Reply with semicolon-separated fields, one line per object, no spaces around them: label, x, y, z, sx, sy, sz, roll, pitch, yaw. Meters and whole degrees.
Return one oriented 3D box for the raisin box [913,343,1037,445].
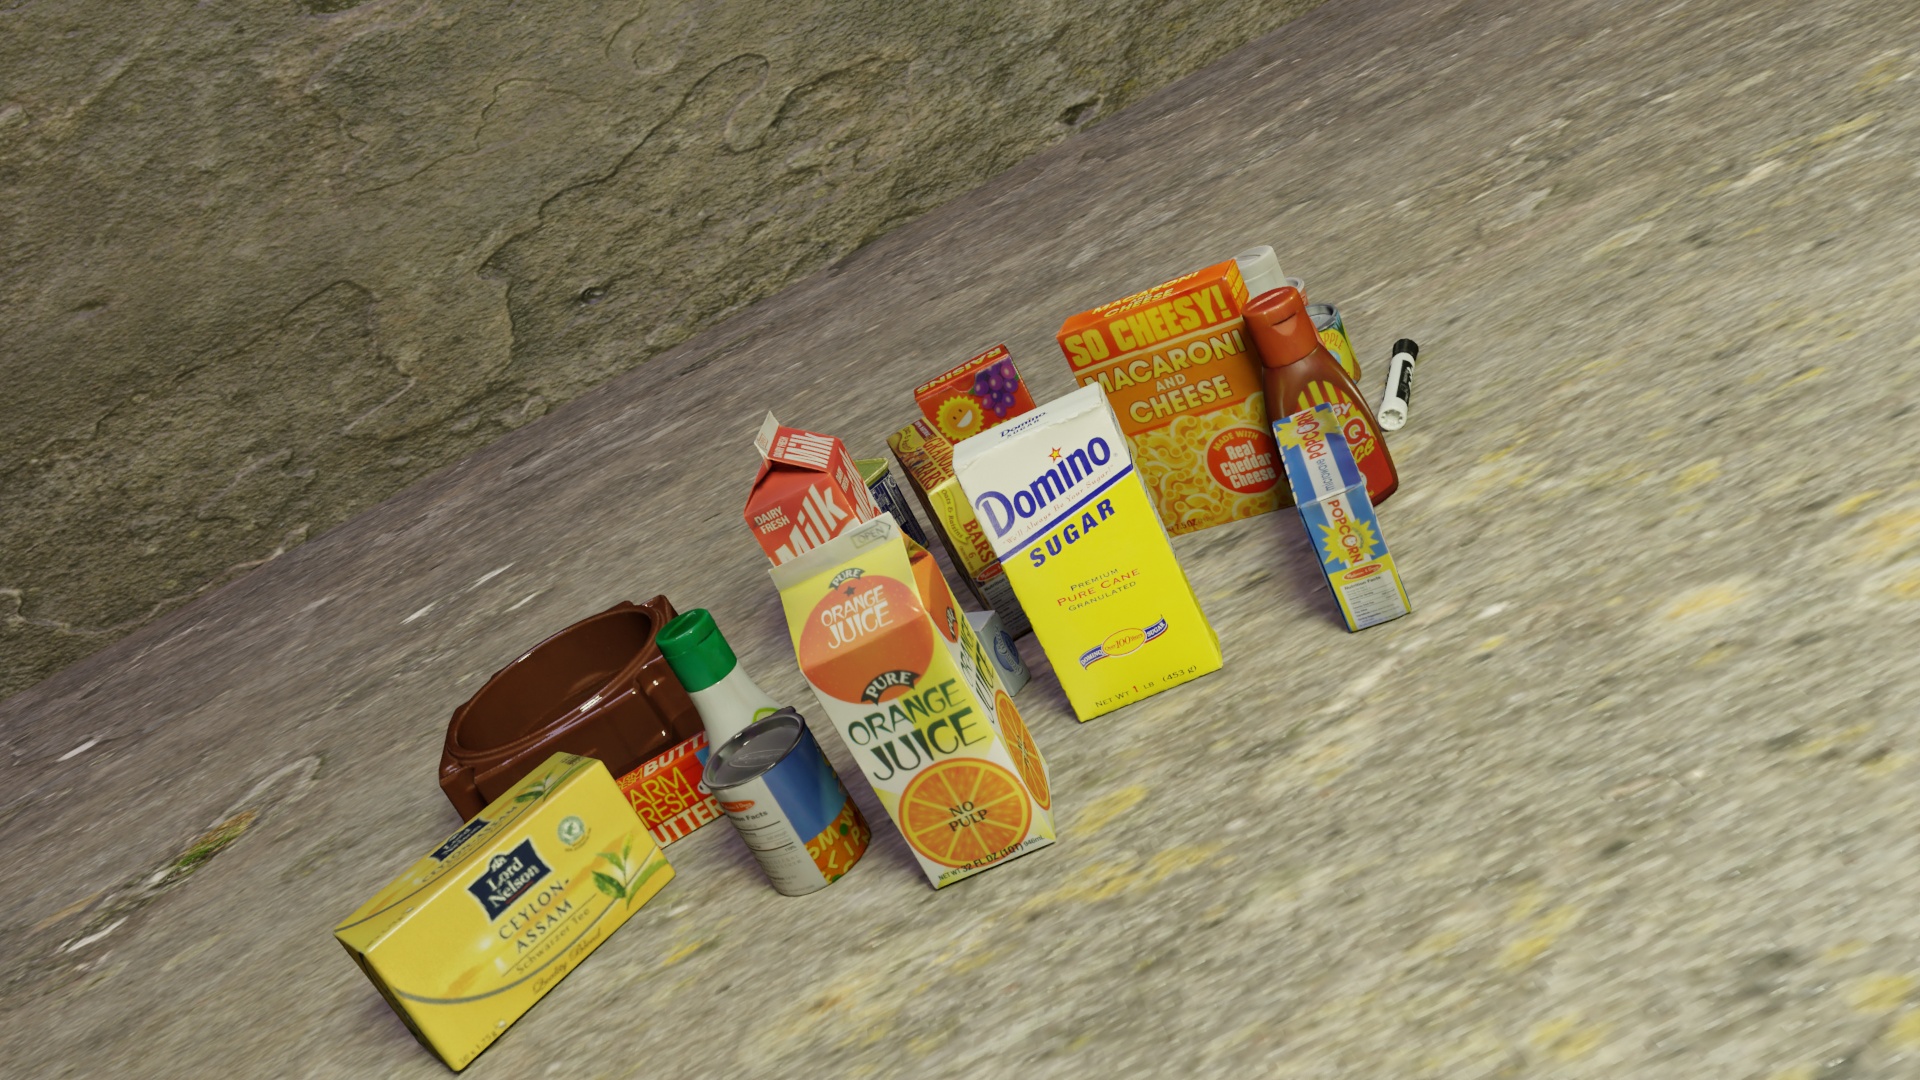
raisin box;0.026;-0.087;1.141;0.086;0.123;0.040;-26;21;5

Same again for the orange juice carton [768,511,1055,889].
orange juice carton;-0.023;0.079;0.723;0.072;0.192;0.073;-25;21;10

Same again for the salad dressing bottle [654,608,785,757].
salad dressing bottle;-0.134;0.111;0.850;0.044;0.147;0.064;-10;27;40

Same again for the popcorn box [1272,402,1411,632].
popcorn box;0.217;-0.016;0.796;0.038;0.085;0.127;-22;22;16

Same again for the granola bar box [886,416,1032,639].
granola bar box;0.004;-0.012;0.997;0.039;0.124;0.166;-30;21;-3

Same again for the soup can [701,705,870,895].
soup can;-0.098;0.150;0.803;0.071;0.083;0.071;-24;21;10

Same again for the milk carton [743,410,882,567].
milk carton;-0.096;-0.003;1.004;0.073;0.190;0.072;-25;21;10

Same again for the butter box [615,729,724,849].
butter box;-0.178;0.162;0.919;0.103;0.053;0.024;-29;21;-2

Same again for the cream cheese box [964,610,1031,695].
cream cheese box;-0.008;0.076;0.906;0.103;0.053;0.024;-8;29;42

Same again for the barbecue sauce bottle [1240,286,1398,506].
barbecue sauce bottle;0.218;-0.085;0.863;0.065;0.148;0.044;-28;21;2

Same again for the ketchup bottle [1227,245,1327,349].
ketchup bottle;0.224;-0.129;0.957;0.044;0.148;0.065;-35;22;-18

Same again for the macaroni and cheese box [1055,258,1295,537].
macaroni and cheese box;0.155;-0.090;0.930;0.123;0.166;0.040;-16;24;29

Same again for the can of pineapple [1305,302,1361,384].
can of pineapple;0.266;-0.140;1.059;0.071;0.057;0.071;-24;21;10

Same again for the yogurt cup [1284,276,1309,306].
yogurt cup;0.264;-0.182;1.164;0.072;0.053;0.073;-24;21;10
